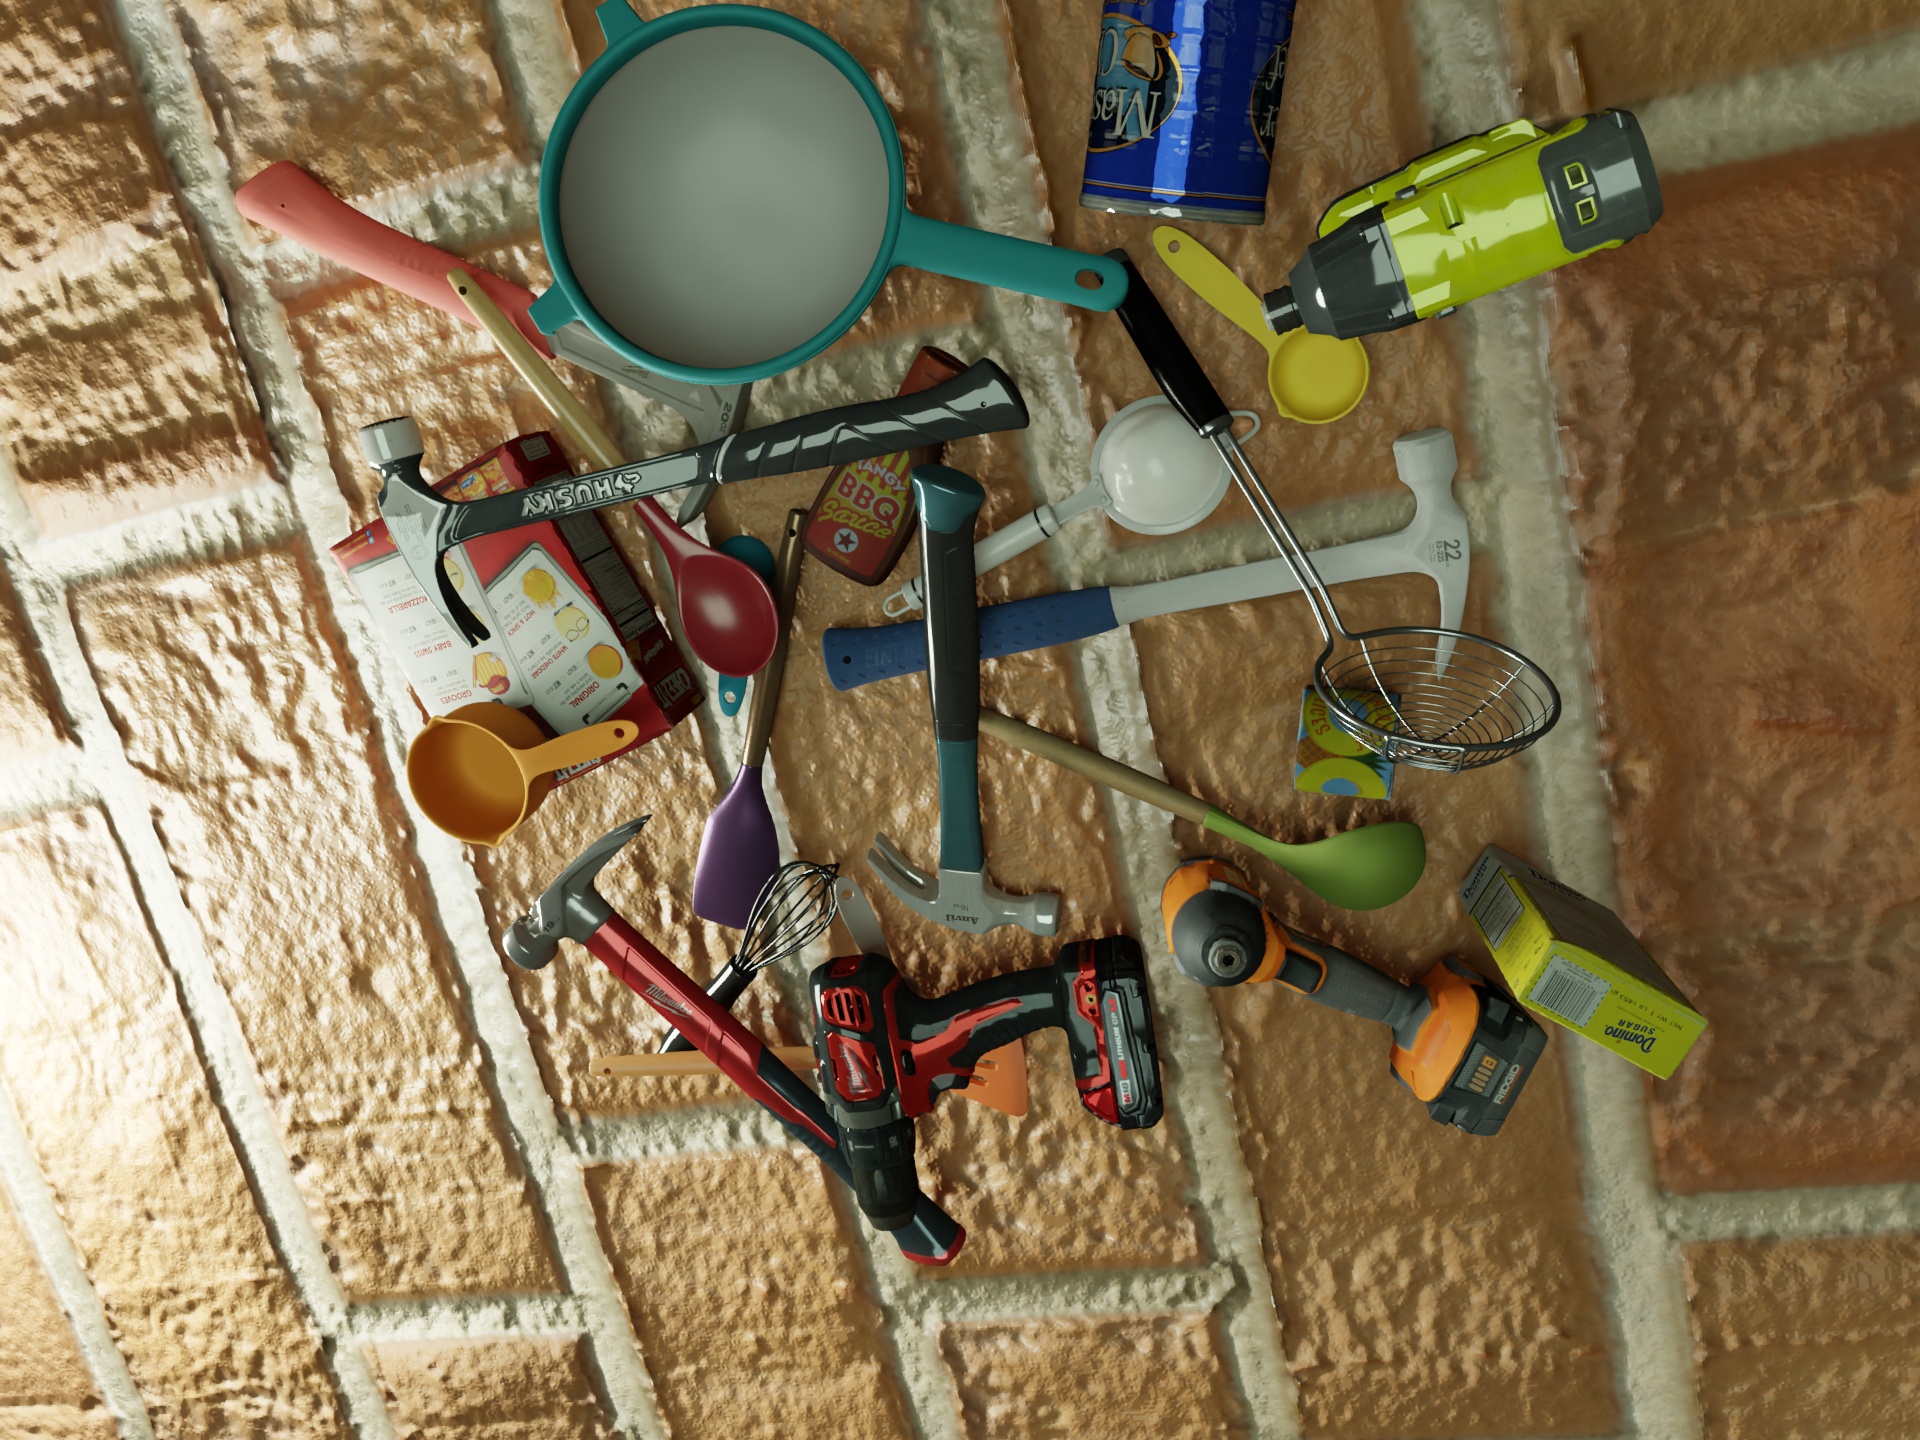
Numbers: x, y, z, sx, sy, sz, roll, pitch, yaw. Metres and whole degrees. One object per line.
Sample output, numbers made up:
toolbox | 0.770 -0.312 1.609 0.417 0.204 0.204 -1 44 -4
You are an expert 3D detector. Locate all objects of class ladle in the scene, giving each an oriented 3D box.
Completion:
ladle | -0.221 -0.159 1.011 0.069 0.031 0.315 -37 95 20
ladle | 0.138 0.039 1.014 0.320 0.062 0.078 23 158 14

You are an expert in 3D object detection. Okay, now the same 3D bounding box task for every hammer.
hammer | 0.108 -0.067 0.987 0.405 0.035 0.144 -10 105 18
hammer | -0.305 -0.261 1.030 0.359 0.037 0.149 25 113 5
hammer | -0.002 -0.003 1.005 0.128 0.033 0.330 4 121 12
hammer | -0.159 -0.149 0.967 0.409 0.036 0.149 -10 106 11
hammer | -0.131 0.235 1.105 0.386 0.038 0.143 44 111 -8

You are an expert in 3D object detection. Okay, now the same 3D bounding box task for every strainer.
strainer | -0.069 -0.281 0.926 0.340 0.095 0.211 14 94 5
strainer | 0.060 -0.125 0.964 0.258 0.050 0.087 -28 75 19

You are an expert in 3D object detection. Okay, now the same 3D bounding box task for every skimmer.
skimmer | 0.189 -0.128 0.876 0.363 0.127 0.090 60 147 10

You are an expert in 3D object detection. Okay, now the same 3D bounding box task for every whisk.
whisk | -0.156 0.179 1.136 0.055 0.055 0.239 40 118 -1

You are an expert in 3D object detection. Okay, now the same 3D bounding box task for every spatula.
spatula | -0.112 0.246 1.138 0.322 0.041 0.081 -4 108 7
spatula | -0.136 0.007 1.087 0.060 0.018 0.315 15 113 6

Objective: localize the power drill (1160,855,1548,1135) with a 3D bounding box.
power drill | 0.229 0.162 0.964 0.226 0.164 0.084 26 97 3

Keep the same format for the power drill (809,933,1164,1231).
power drill | 0.018 0.239 1.058 0.226 0.080 0.188 -8 98 6

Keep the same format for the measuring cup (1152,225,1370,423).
measuring cup | 0.173 -0.234 0.923 0.156 0.029 0.062 45 114 10

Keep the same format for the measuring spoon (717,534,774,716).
measuring spoon | -0.152 -0.060 1.065 0.042 0.021 0.128 13 110 11

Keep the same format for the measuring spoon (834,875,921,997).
measuring spoon | -0.062 0.155 1.104 0.034 0.018 0.124 -27 117 -8

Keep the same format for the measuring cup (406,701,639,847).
measuring cup | -0.275 0.020 1.036 0.173 0.052 0.095 -16 106 18

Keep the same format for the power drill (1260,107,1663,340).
power drill | 0.238 -0.241 0.789 0.171 0.223 0.080 -19 103 20
